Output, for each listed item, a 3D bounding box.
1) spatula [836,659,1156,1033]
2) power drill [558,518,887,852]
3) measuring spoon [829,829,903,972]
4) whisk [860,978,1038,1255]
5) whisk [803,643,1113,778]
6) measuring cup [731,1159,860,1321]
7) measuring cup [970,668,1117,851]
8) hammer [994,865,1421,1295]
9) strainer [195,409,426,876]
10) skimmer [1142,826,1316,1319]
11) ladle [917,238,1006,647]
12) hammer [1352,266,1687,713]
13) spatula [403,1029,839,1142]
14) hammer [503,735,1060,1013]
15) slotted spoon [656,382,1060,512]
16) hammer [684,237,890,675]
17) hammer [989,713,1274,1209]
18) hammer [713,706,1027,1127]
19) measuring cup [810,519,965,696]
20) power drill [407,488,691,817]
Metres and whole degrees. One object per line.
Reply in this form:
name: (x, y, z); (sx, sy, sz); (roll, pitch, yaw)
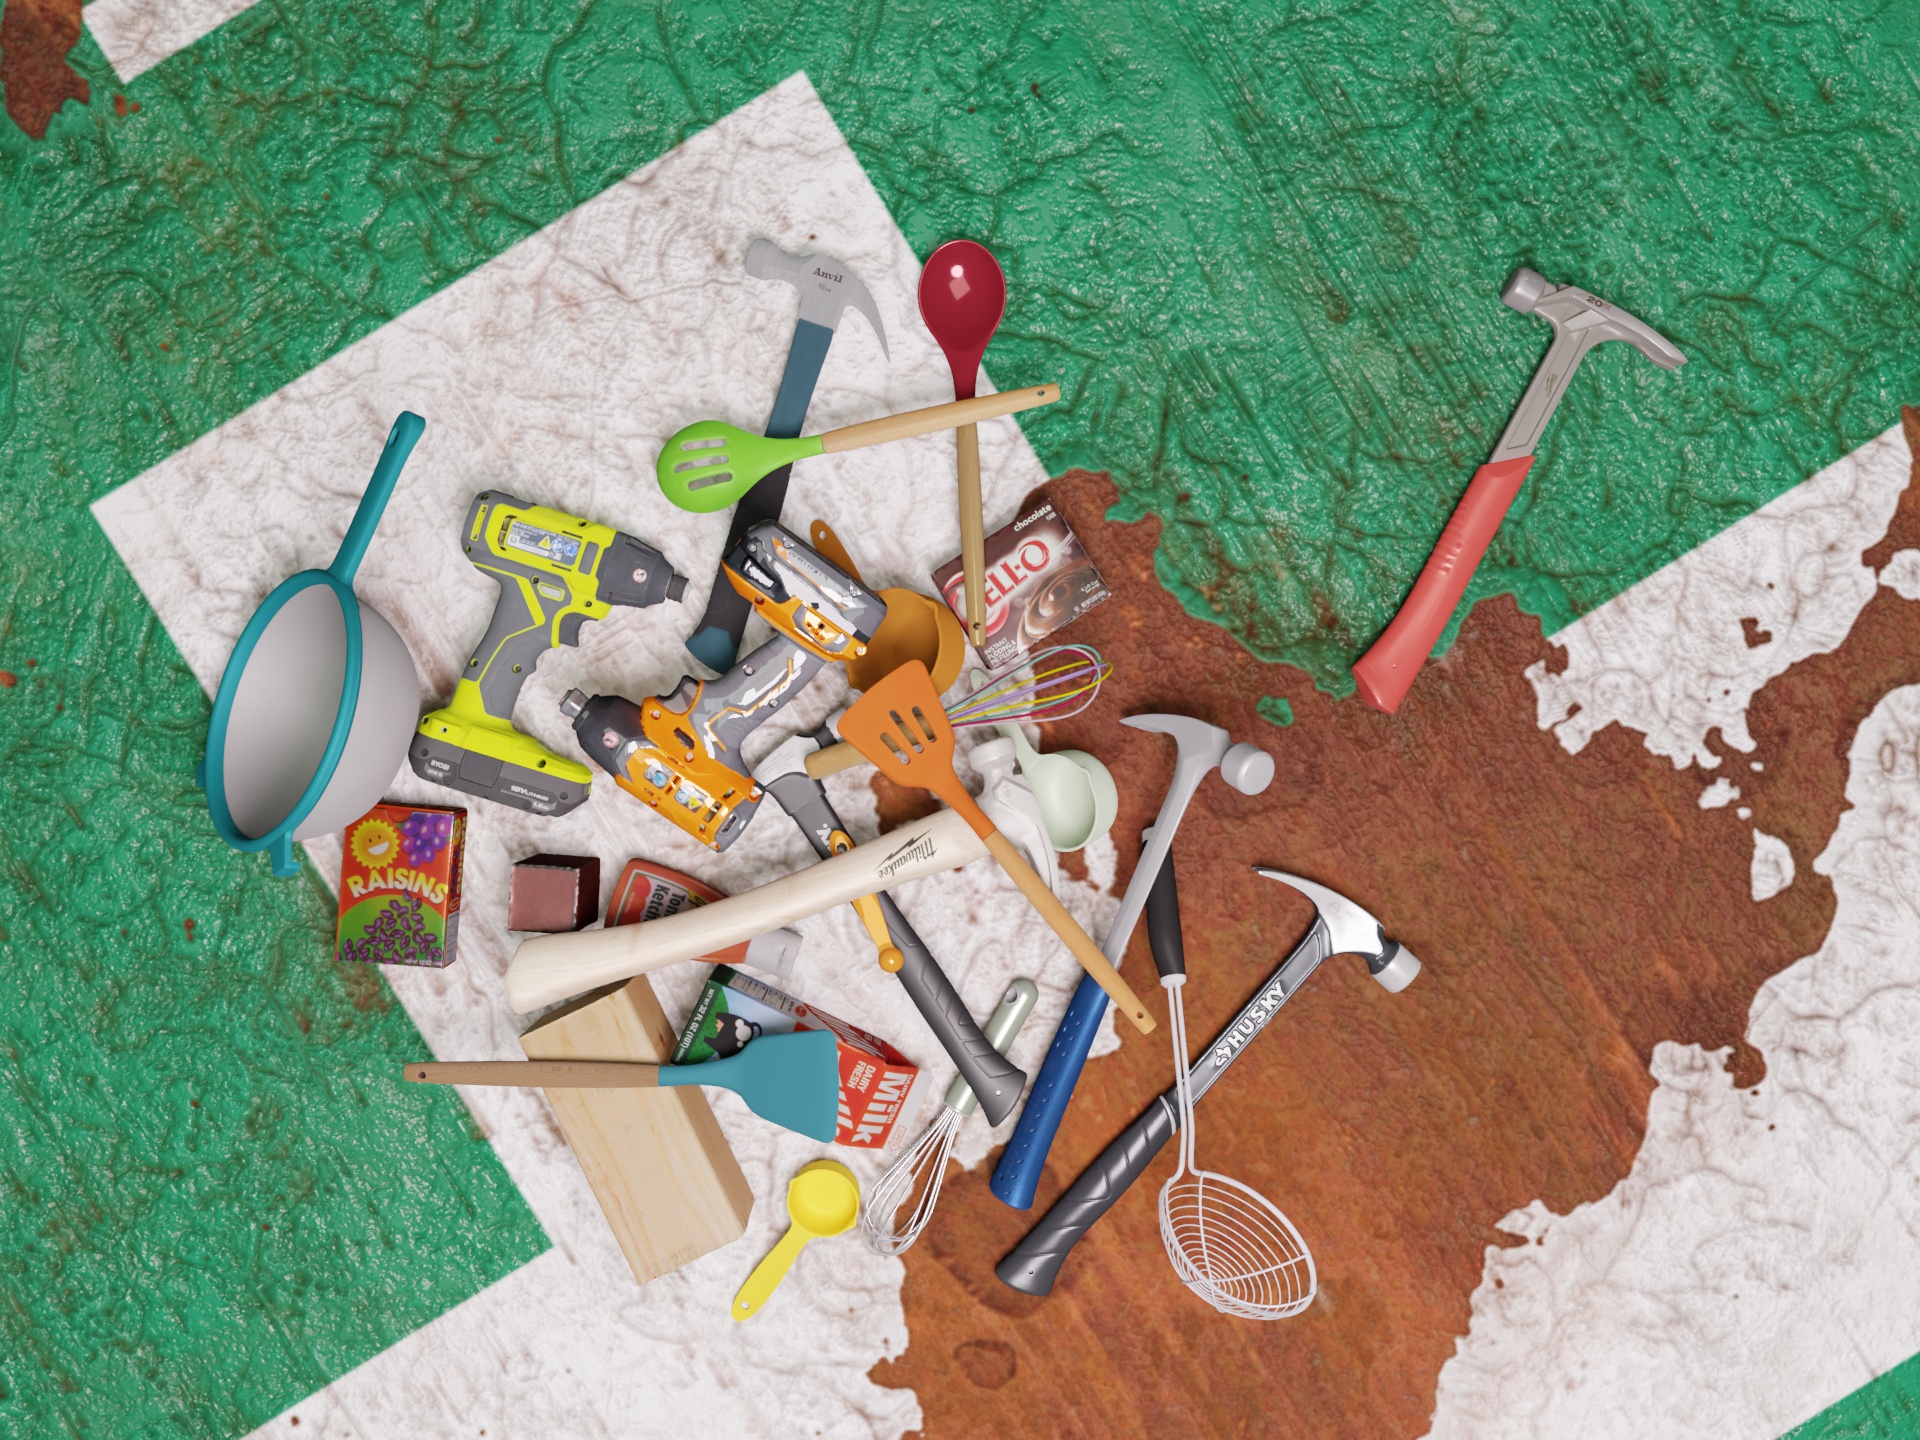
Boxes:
spatula: (0.037, 0.102, 1.162); (0.081, 0.041, 0.322); (-40, 88, -10)
power drill: (-0.177, -0.035, 1.168); (0.164, 0.084, 0.226); (35, 95, -12)
measuring spoon: (-0.073, 0.137, 1.206); (0.021, 0.011, 0.117); (-24, 85, 0)
whisk: (-0.006, 0.312, 1.249); (0.059, 0.058, 0.246); (32, 87, -36)
whisk: (-0.002, -0.003, 1.199); (0.245, 0.051, 0.047); (-19, 52, 3)
measuring cup: (-0.134, 0.413, 1.261); (0.062, 0.029, 0.156); (35, 102, -2)
measuring cup: (0.063, 0.024, 1.236); (0.168, 0.038, 0.083); (57, 132, 20)
hammer: (0.173, 0.293, 1.253); (0.149, 0.036, 0.409); (42, 91, -1)
strainer: (-0.441, -0.058, 1.179); (0.095, 0.211, 0.340); (22, 94, -46)
skimmer: (0.189, 0.259, 1.198); (0.090, 0.127, 0.364); (11, 63, -31)
ladle: (0.007, -0.212, 1.219); (0.069, 0.031, 0.315); (-3, 83, 5)
hammer: (0.418, -0.165, 1.244); (0.149, 0.037, 0.359); (28, 90, -2)
spatula: (-0.245, 0.258, 1.149); (0.317, 0.044, 0.082); (1, 95, -1)
hammer: (-0.129, 0.143, 1.177); (0.410, 0.038, 0.146); (-18, 83, -8)
slotted spoon: (-0.079, -0.216, 1.200); (0.314, 0.031, 0.070); (-12, 88, 2)
hammer: (-0.147, -0.197, 1.234); (0.128, 0.033, 0.331); (18, 91, 0)
hammer: (0.110, 0.185, 1.222); (0.035, 0.144, 0.405); (15, 101, -36)
hammer: (-0.058, 0.166, 1.227); (0.146, 0.035, 0.335); (-34, 85, 0)
measuring cup: (-0.061, -0.087, 1.234); (0.095, 0.052, 0.174); (-42, 65, 20)
power drill: (-0.316, -0.046, 1.215); (0.171, 0.080, 0.223); (18, 89, -5)
